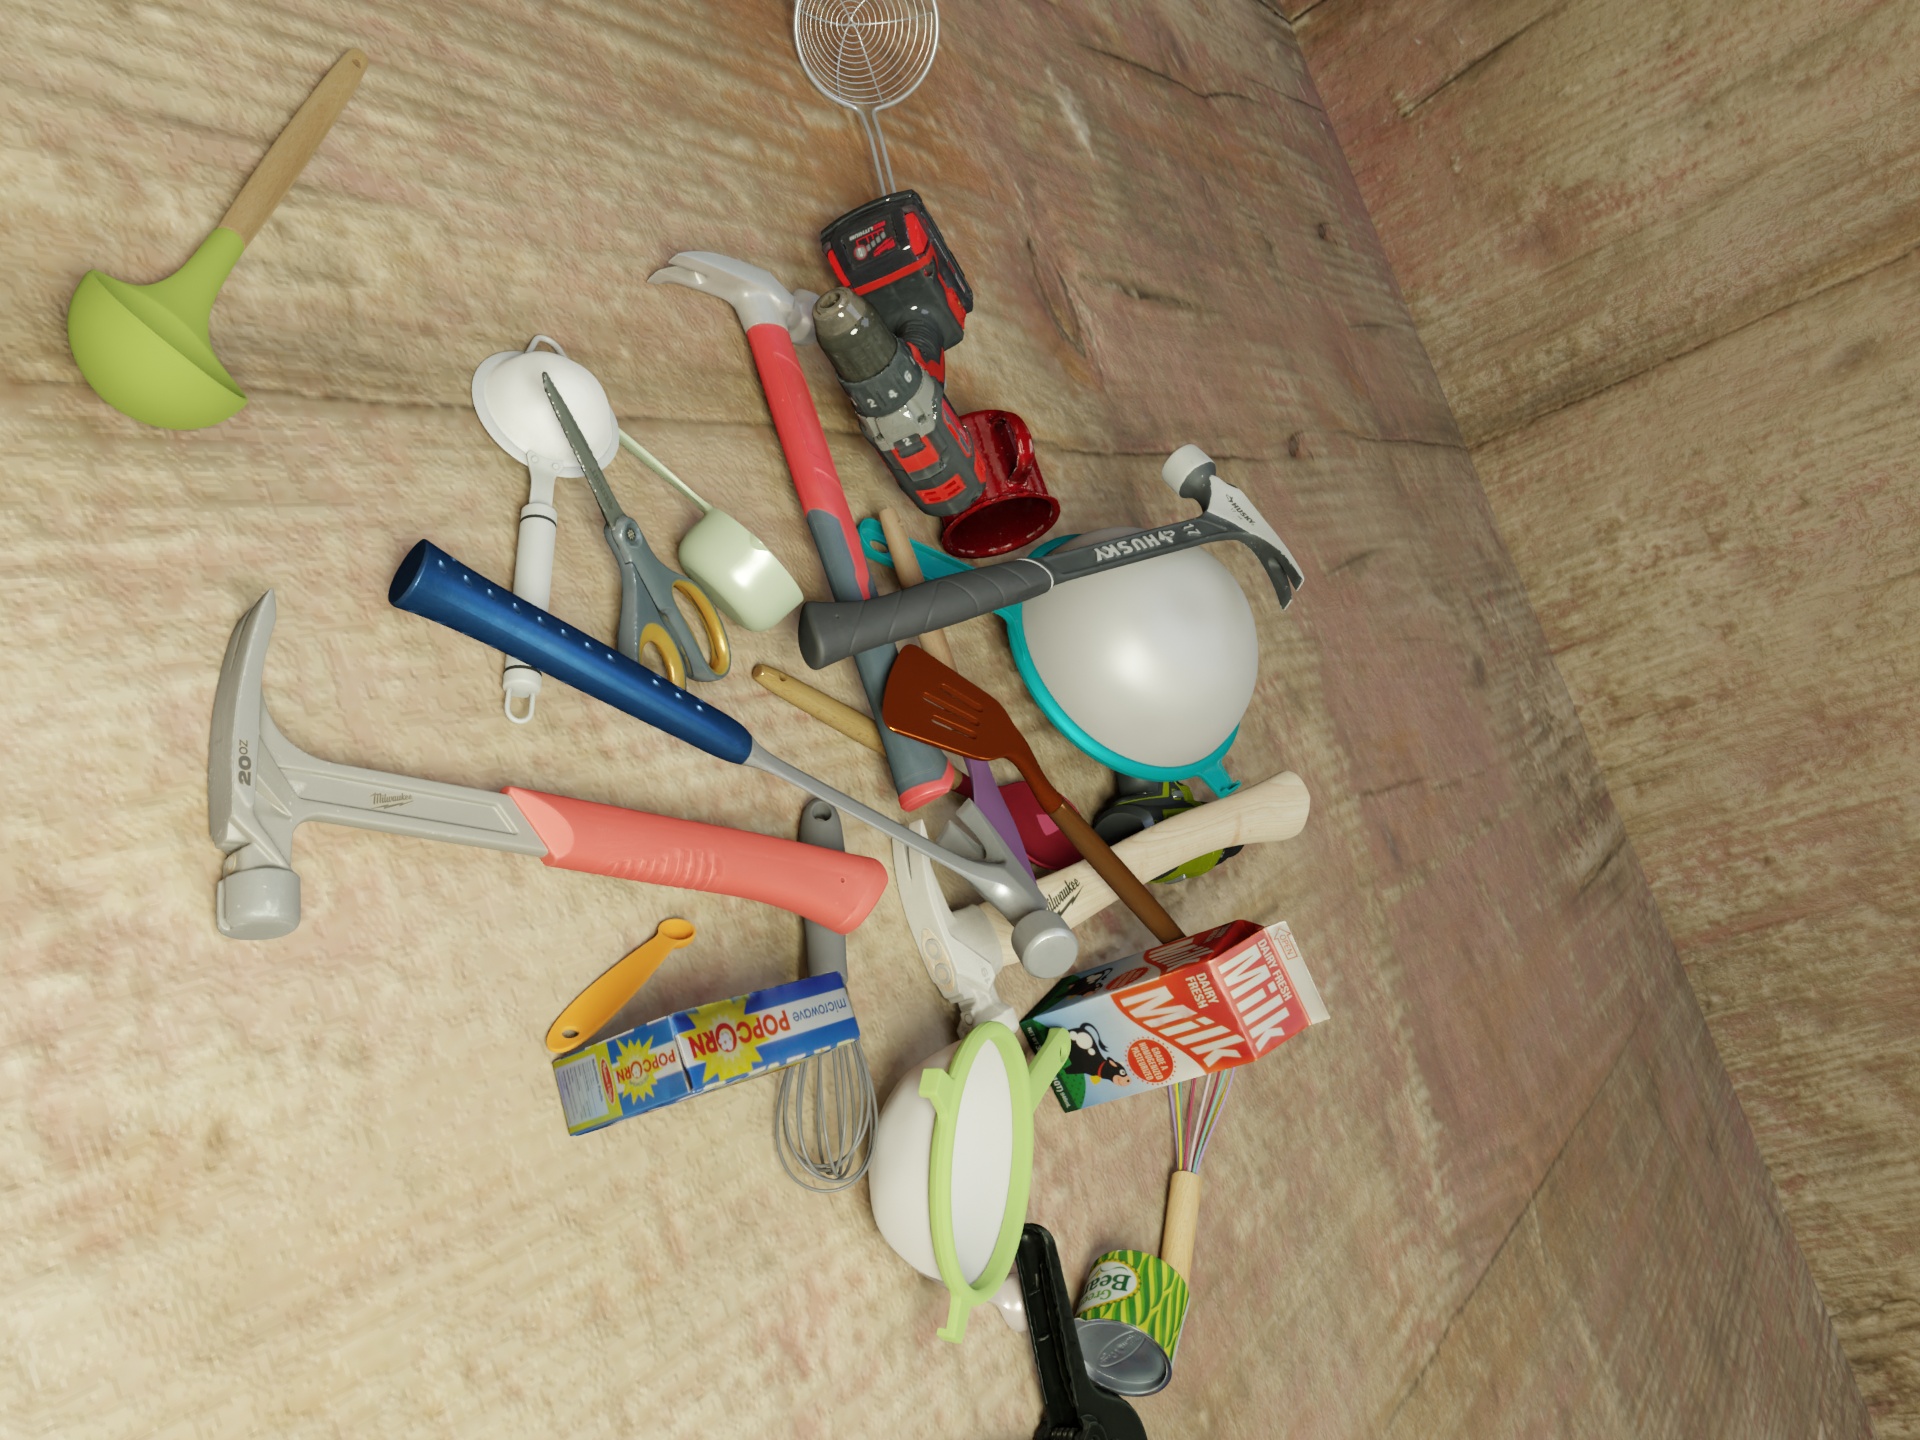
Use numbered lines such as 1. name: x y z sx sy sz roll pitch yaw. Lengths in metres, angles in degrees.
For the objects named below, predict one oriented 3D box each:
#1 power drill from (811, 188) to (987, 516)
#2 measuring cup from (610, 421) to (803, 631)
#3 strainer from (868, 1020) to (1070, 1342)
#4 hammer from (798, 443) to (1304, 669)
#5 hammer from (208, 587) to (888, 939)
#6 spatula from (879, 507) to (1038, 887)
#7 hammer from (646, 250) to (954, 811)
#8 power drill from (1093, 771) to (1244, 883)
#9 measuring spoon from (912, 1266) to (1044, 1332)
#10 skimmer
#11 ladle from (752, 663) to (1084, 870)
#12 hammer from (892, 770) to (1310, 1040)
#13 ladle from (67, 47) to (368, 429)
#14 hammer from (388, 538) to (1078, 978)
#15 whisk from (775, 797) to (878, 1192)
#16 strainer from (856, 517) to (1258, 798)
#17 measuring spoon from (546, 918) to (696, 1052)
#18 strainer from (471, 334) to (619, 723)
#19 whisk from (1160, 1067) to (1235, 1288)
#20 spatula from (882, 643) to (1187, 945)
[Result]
1. power drill: -0.048 -0.275 1.116 0.187 0.080 0.227 52 25 -46
2. measuring cup: -0.165 -0.115 0.930 0.167 0.083 0.038 42 80 -4
3. strainer: 0.004 0.232 0.931 0.256 0.069 0.151 -30 118 -69
4. hammer: 0.064 -0.095 1.051 0.409 0.036 0.149 -19 58 -37
5. hammer: -0.179 0.049 0.776 0.358 0.036 0.149 16 57 -43
6. spatula: -0.002 -0.003 1.041 0.059 0.018 0.316 16 50 -58
7. hammer: -0.092 -0.125 1.025 0.143 0.038 0.386 2 64 -54
8. power drill: 0.156 0.018 1.286 0.190 0.080 0.228 0 73 -55
9. measuring spoon: 0.012 0.324 0.924 0.124 0.018 0.034 38 41 -37
10. skimmer: -0.049 -0.441 1.269 0.127 0.090 0.363 -7 76 -24
11. ladle: -0.020 0.031 1.063 0.315 0.031 0.069 31 44 -41
12. hammer: 0.121 0.092 1.133 0.410 0.038 0.146 -18 85 -44
13. ladle: -0.332 -0.249 0.759 0.078 0.062 0.320 45 35 -35
14. hammer: -0.109 0.017 0.842 0.405 0.035 0.144 31 12 -31
15. whisk: -0.078 0.145 0.890 0.055 0.055 0.239 33 40 -41
16. strainer: 0.091 -0.089 1.143 0.340 0.095 0.211 22 53 -23
17. measuring spoon: -0.168 0.132 0.790 0.117 0.021 0.011 -46 151 -55
18. strainer: -0.222 -0.115 0.849 0.086 0.050 0.259 16 59 -32
19. whisk: 0.170 0.311 1.146 0.047 0.051 0.245 52 37 -32
20. spatula: 0.067 0.073 1.039 0.322 0.041 0.081 48 34 -27
